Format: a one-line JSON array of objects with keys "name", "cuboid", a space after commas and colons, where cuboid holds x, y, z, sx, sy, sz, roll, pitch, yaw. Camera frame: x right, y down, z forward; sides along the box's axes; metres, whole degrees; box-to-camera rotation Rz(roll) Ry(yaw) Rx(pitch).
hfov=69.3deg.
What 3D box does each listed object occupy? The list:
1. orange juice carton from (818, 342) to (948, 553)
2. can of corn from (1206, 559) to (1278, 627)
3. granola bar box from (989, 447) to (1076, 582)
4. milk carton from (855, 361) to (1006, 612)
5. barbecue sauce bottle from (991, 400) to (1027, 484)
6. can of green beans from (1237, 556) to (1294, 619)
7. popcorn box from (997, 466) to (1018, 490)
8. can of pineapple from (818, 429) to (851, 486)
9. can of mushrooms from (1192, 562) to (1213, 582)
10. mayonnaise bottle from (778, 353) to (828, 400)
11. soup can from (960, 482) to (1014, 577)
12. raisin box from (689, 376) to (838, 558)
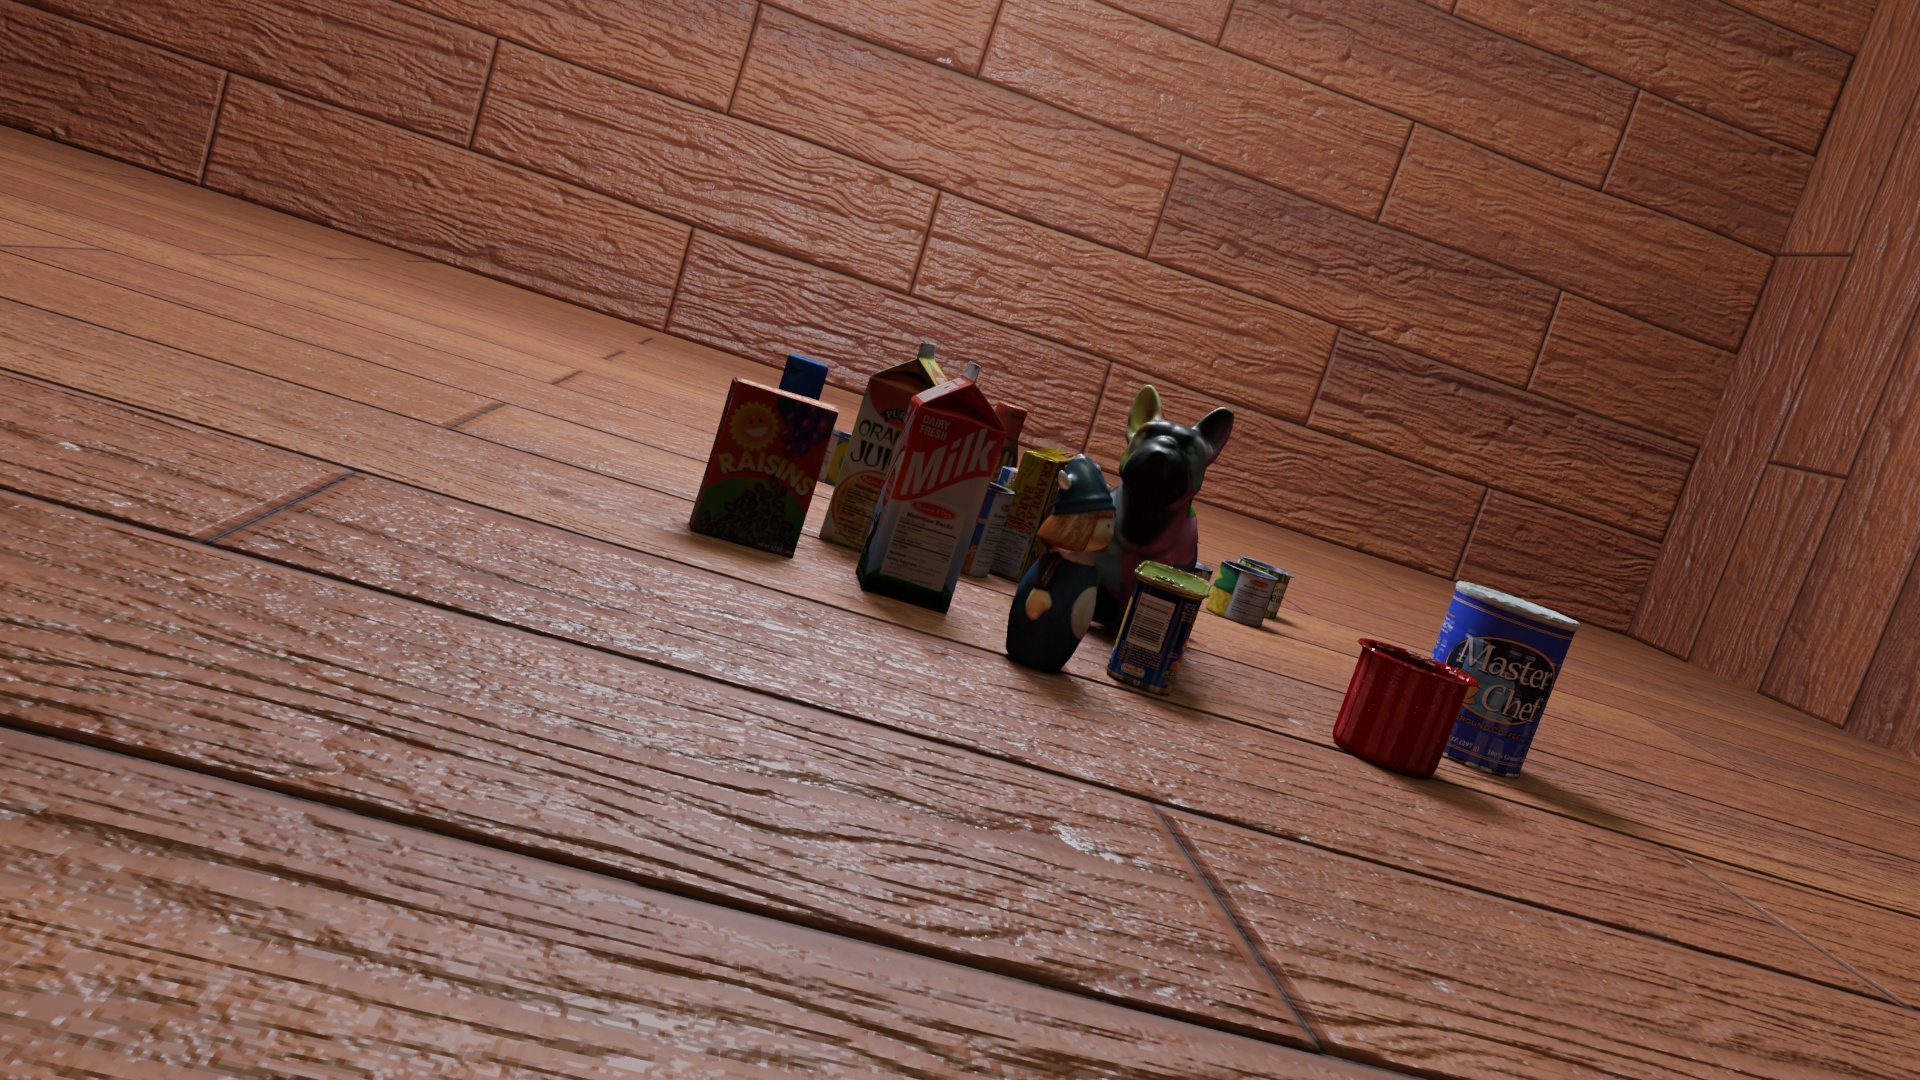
[{"name": "orange juice carton", "cuboid": [-0.057, -0.084, 1.237, 0.073, 0.192, 0.072, 19, 8, 8]}, {"name": "can of corn", "cuboid": [0.316, 0.059, 1.568, 0.071, 0.058, 0.071, 18, 8, -2]}, {"name": "granola bar box", "cuboid": [0.074, -0.029, 1.399, 0.039, 0.124, 0.166, 19, 8, 8]}, {"name": "milk carton", "cuboid": [-0.018, -0.048, 1.091, 0.073, 0.190, 0.072, 17, 8, -10]}, {"name": "barbecue sauce bottle", "cuboid": [0.038, -0.087, 1.619, 0.065, 0.148, 0.044, 14, 9, -30]}, {"name": "can of green beans", "cuboid": [0.359, 0.057, 1.677, 0.071, 0.057, 0.071, 18, 8, -2]}, {"name": "popcorn box", "cuboid": [0.075, -0.037, 1.590, 0.038, 0.085, 0.127, 21, 9, 23]}, {"name": "can of pineapple", "cuboid": [-0.134, -0.093, 1.602, 0.071, 0.057, 0.071, 18, 8, -2]}, {"name": "can of mushrooms", "cuboid": [0.271, 0.040, 1.683, 0.071, 0.033, 0.071, 18, 8, -2]}, {"name": "mayonnaise bottle", "cuboid": [-0.152, -0.085, 1.193, 0.065, 0.148, 0.041, 22, 8, 24]}, {"name": "soup can", "cuboid": [0.005, -0.016, 1.304, 0.071, 0.083, 0.071, 18, 8, -2]}, {"name": "raisin box", "cuboid": [-0.155, -0.058, 1.095, 0.086, 0.123, 0.040, 16, 8, -14]}]
